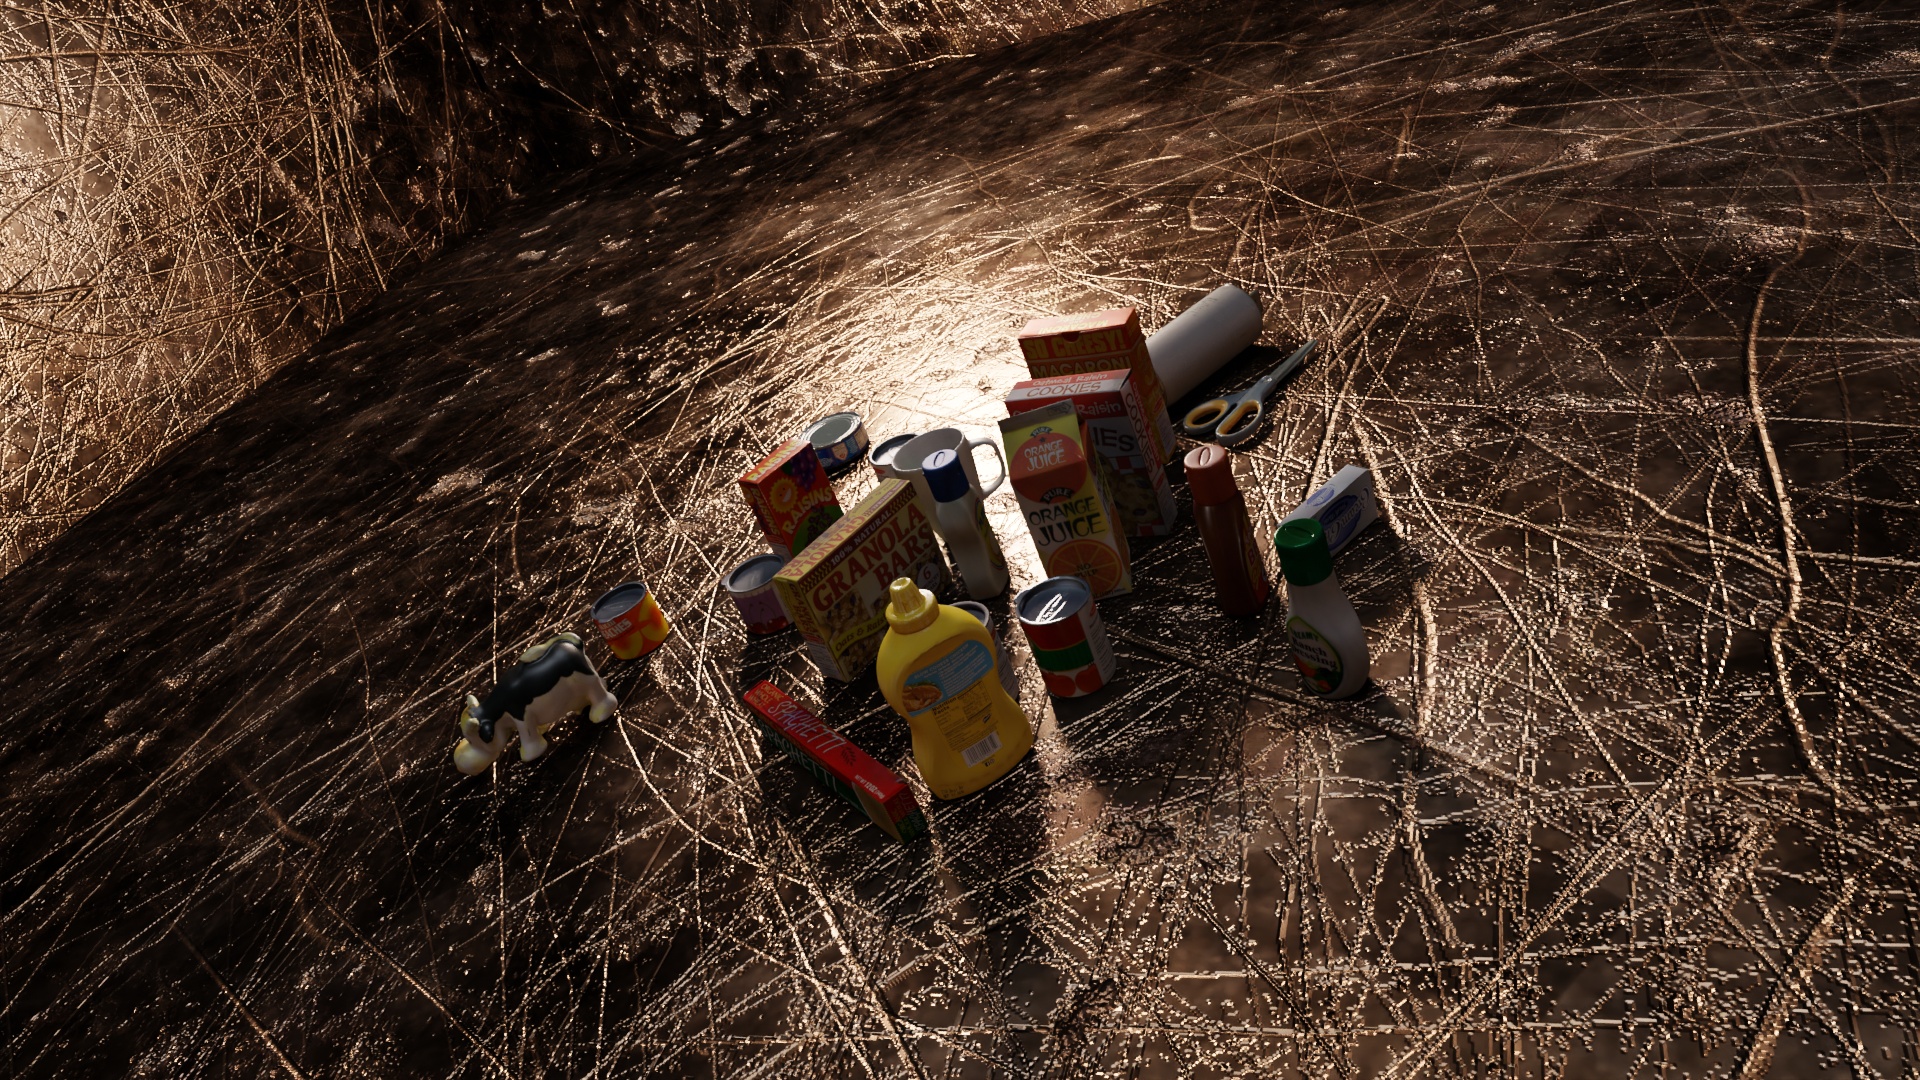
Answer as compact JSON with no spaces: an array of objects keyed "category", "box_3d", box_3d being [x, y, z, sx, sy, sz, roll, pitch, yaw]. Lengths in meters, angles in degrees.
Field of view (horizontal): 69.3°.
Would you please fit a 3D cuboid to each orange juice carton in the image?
[{"category":"orange juice carton","box_3d":[0.096,-0.038,1.264,0.072,0.192,0.073,-15,31,14]}]

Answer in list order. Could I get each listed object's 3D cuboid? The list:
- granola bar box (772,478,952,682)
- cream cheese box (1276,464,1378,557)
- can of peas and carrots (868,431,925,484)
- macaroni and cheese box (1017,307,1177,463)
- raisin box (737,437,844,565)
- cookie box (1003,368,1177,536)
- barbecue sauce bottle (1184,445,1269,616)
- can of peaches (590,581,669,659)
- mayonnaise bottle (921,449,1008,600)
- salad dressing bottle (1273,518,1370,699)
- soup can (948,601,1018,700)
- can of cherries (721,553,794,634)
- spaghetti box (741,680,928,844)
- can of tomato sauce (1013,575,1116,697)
[{"category":"granola bar box","box_3d":[-0.089,0.037,1.334,0.039,0.123,0.166,10,43,43]},{"category":"cream cheese box","box_3d":[0.323,-0.017,1.219,0.104,0.053,0.024,-37,33,-24]},{"category":"can of peas and carrots","box_3d":[-0.061,-0.082,1.571,0.071,0.058,0.071,-17,30,10]},{"category":"macaroni and cheese box","box_3d":[0.143,-0.154,1.446,0.123,0.165,0.040,-3,35,31]},{"category":"raisin box","box_3d":[-0.179,-0.037,1.512,0.040,0.123,0.086,11,44,44]},{"category":"cookie box","box_3d":[0.127,-0.080,1.336,0.123,0.166,0.040,-3,35,31]},{"category":"barbecue sauce bottle","box_3d":[0.225,-0.010,1.178,0.043,0.148,0.065,-9,32,23]},{"category":"can of peaches","box_3d":[-0.356,0.088,1.494,0.071,0.057,0.071,-17,30,10]},{"category":"mayonnaise bottle","box_3d":[0.005,-0.017,1.334,0.041,0.147,0.065,-12,31,17]},{"category":"salad dressing bottle","box_3d":[0.270,0.052,1.049,0.044,0.147,0.064,-35,32,-21]},{"category":"soup can","box_3d":[0.005,0.105,1.202,0.071,0.083,0.072,-17,30,10]},{"category":"can of cherries","box_3d":[-0.205,0.056,1.445,0.071,0.058,0.072,-17,30,10]},{"category":"spaghetti box","box_3d":[-0.113,0.184,1.186,0.029,0.050,0.250,-36,33,-22]},{"category":"can of tomato sauce","box_3d":[0.089,0.082,1.184,0.071,0.082,0.071,-17,30,10]}]
